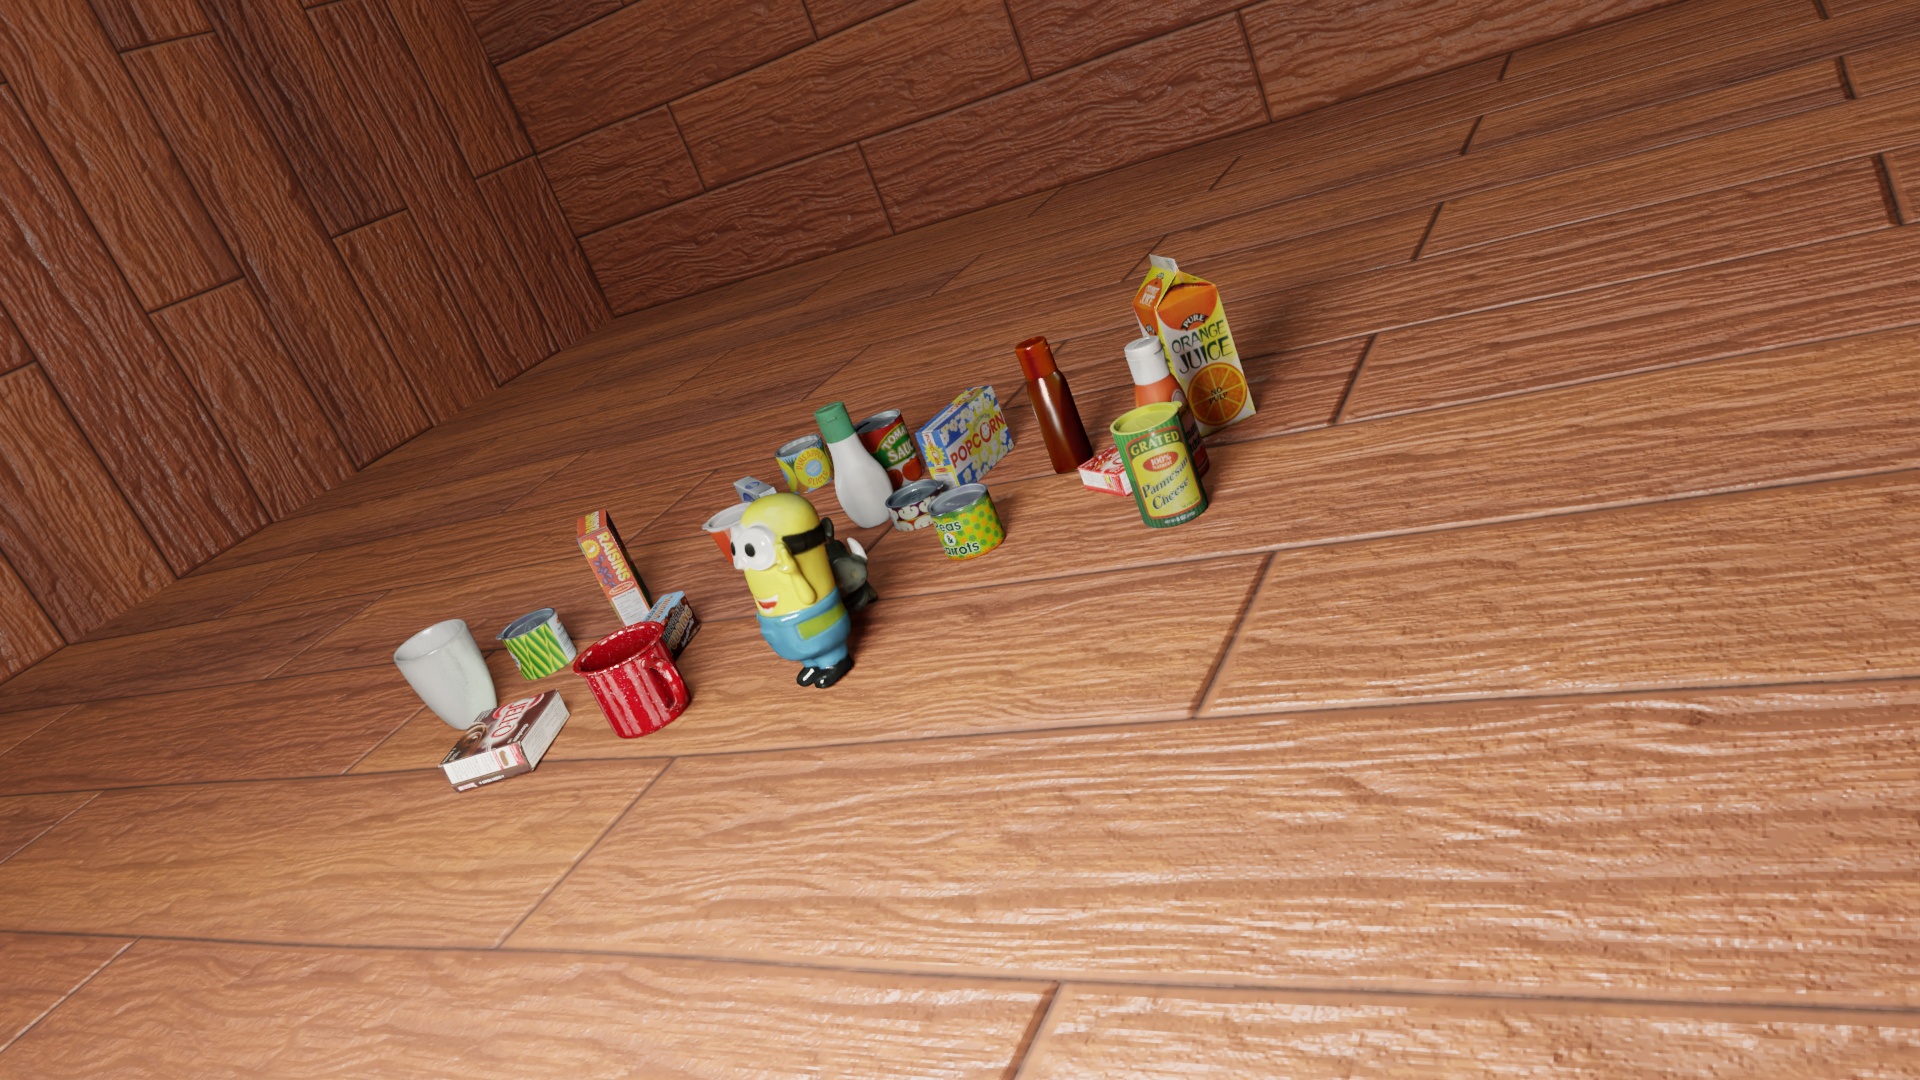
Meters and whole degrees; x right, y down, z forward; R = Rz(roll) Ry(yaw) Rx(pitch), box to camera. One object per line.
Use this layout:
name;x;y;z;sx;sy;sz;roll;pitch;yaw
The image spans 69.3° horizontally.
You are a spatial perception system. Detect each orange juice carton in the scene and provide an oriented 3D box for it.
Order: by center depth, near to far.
orange juice carton;0.243;-0.214;1.483;0.073;0.192;0.072;-24;21;-5

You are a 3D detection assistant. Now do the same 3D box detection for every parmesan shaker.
parmesan shaker;0.192;-0.072;1.313;0.071;0.102;0.071;-19;21;8

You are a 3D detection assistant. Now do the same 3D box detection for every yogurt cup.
yogurt cup;-0.267;-0.008;1.682;0.072;0.053;0.073;-19;21;8

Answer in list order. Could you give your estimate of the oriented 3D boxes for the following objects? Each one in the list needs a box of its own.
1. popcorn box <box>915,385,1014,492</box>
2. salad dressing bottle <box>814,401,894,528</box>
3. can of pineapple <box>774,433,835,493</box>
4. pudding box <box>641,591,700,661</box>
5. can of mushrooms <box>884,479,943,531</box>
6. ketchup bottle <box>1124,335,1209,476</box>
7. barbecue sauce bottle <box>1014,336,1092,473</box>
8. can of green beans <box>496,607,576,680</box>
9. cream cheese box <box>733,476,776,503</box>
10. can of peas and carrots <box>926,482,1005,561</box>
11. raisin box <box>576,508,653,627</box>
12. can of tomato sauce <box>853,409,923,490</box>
popcorn box;0.006;-0.118;1.635;0.038;0.085;0.127;-6;26;37
salad dressing bottle;-0.124;-0.088;1.603;0.064;0.147;0.044;-21;20;3
can of pineapple;-0.205;-0.101;1.841;0.071;0.057;0.071;-19;21;8
pudding box;-0.314;0.096;1.481;0.030;0.049;0.084;-14;22;20
can of mushrooms;-0.047;-0.040;1.571;0.071;0.033;0.071;-19;21;8
ketchup bottle;0.202;-0.128;1.378;0.043;0.148;0.065;-4;27;41
barbecue sauce bottle;0.102;-0.151;1.532;0.043;0.148;0.065;-12;23;25
can of green beans;-0.480;0.118;1.580;0.071;0.057;0.071;-19;21;8
cream cheese box;-0.254;-0.048;1.767;0.024;0.053;0.104;-30;22;-19
can of peas and carrots;0.005;-0.018;1.429;0.071;0.058;0.071;-19;21;8
raisin box;-0.404;0.032;1.622;0.040;0.123;0.086;-25;21;-7
can of tomato sauce;-0.088;-0.110;1.713;0.071;0.083;0.071;-19;21;8
